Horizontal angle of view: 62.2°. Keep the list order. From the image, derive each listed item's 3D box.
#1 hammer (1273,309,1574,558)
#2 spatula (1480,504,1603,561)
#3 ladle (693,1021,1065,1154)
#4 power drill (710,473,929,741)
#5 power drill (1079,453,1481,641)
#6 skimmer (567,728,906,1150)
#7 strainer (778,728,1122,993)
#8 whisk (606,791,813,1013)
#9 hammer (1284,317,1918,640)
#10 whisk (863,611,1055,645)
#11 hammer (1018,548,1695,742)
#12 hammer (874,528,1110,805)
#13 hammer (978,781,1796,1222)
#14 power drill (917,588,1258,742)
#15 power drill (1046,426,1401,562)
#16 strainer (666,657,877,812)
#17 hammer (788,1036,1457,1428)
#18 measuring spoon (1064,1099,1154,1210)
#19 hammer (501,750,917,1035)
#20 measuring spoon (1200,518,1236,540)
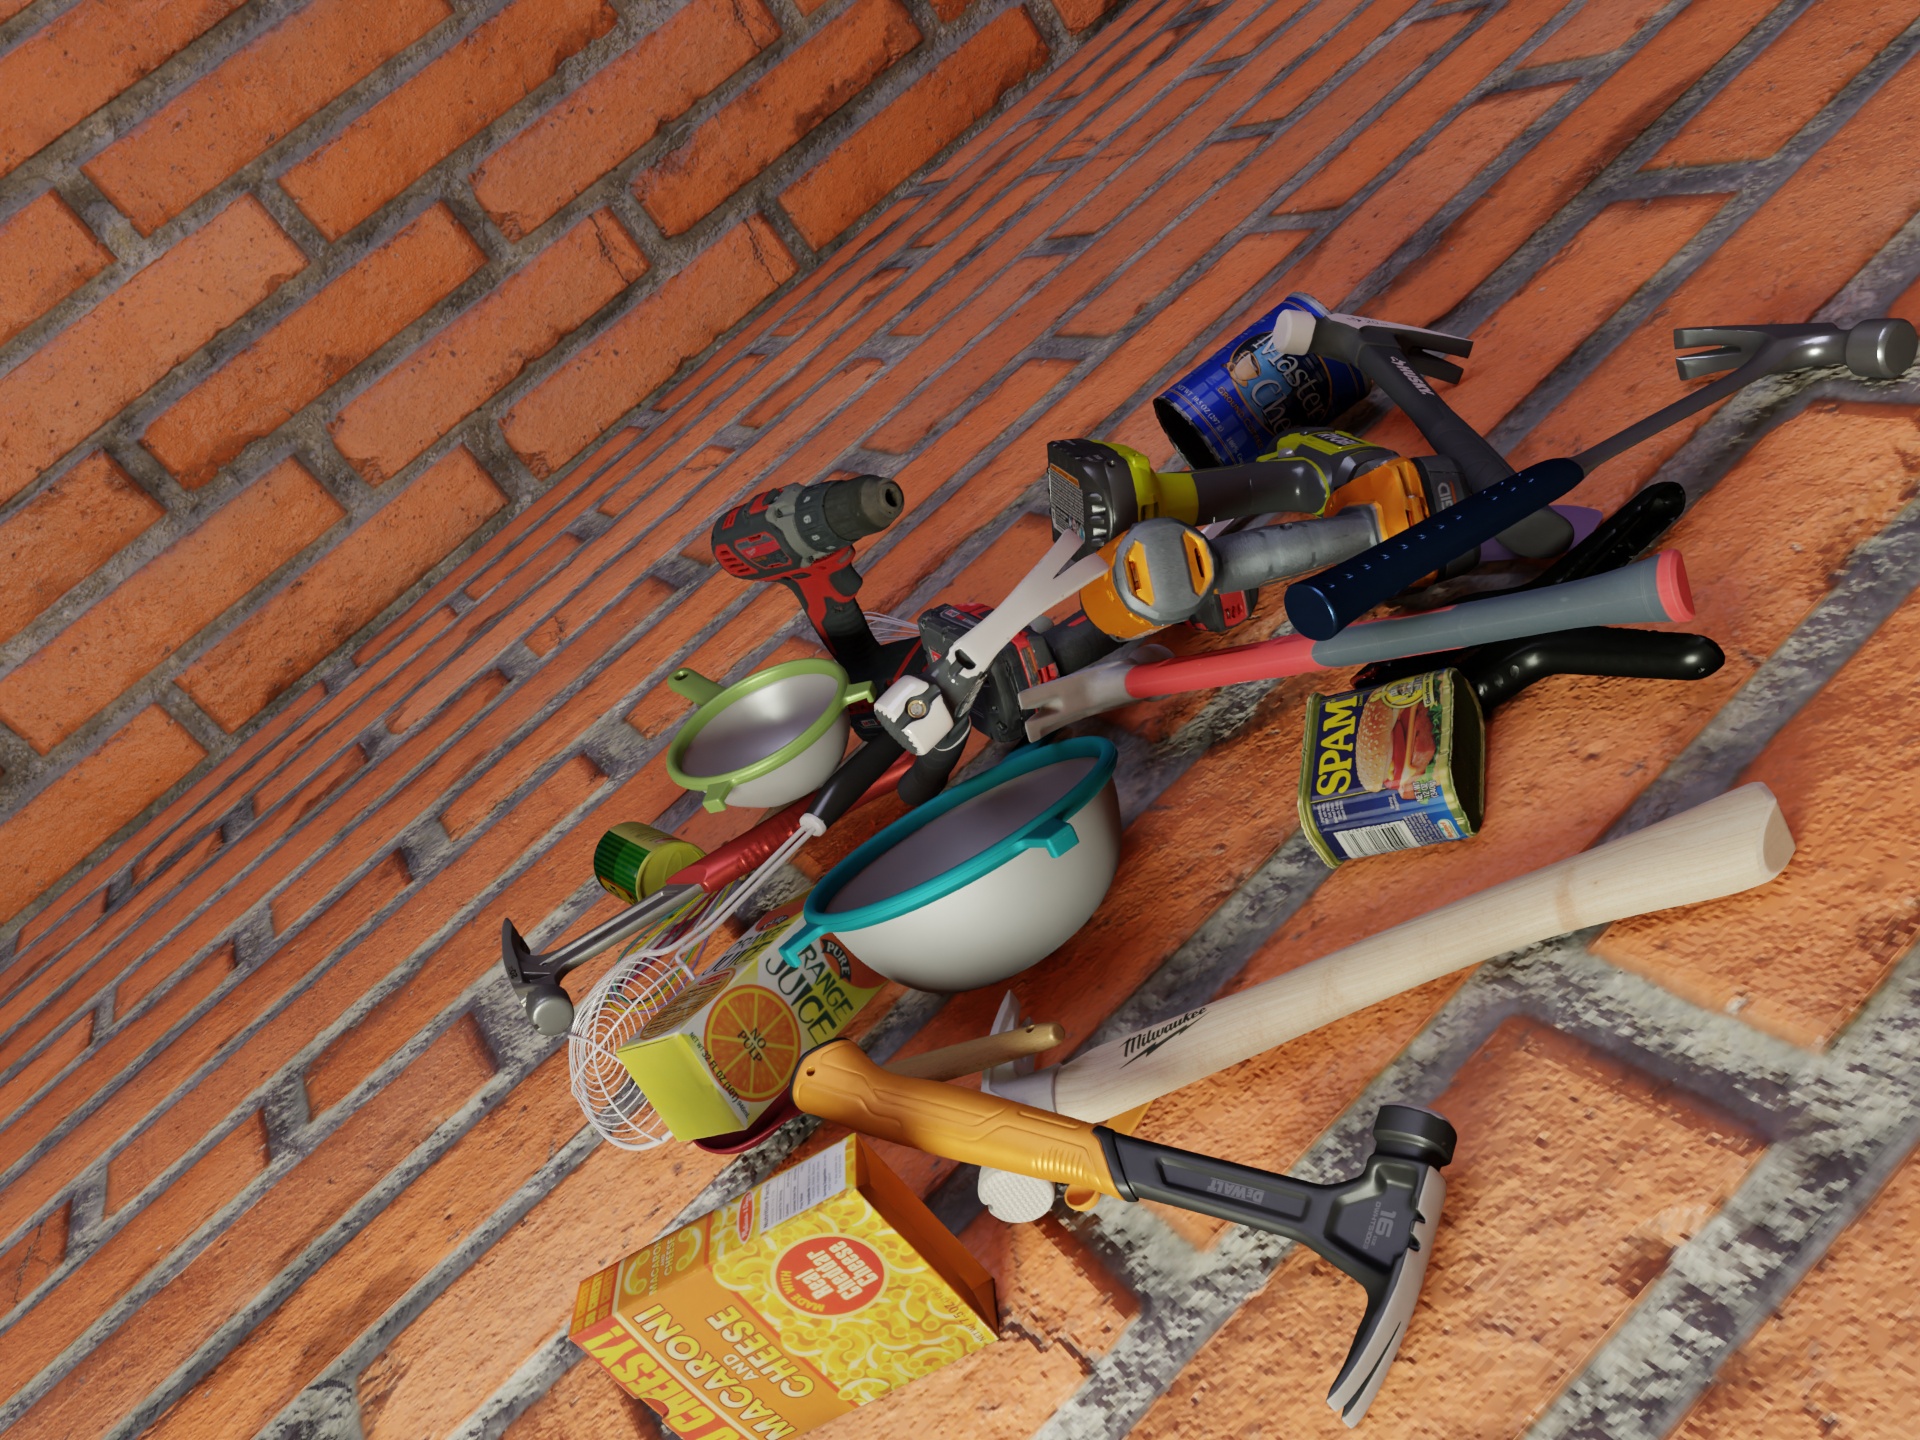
[{"bbox_3d":[0.329,-0.200,1.077,0.146,0.035,0.335,5,33,-12],"label":"hammer"},{"bbox_3d":[0.284,-0.119,1.087,0.316,0.018,0.060,0,39,49],"label":"spatula"},{"bbox_3d":[-0.054,0.208,0.911,0.315,0.031,0.069,-26,20,43],"label":"ladle"},{"bbox_3d":[-0.072,-0.094,1.244,0.188,0.226,0.080,-9,38,44],"label":"power drill"},{"bbox_3d":[0.185,-0.100,0.994,0.226,0.084,0.164,-12,-1,-9],"label":"power drill"},{"bbox_3d":[-0.132,0.133,1.108,0.127,0.090,0.363,12,46,40],"label":"skimmer"},{"bbox_3d":[0.036,0.081,1.012,0.211,0.095,0.340,-25,8,23],"label":"strainer"},{"bbox_3d":[-0.194,0.131,1.242,0.047,0.051,0.245,-13,32,50],"label":"whisk"},{"bbox_3d":[0.351,-0.147,0.912,0.405,0.035,0.144,-27,23,-19],"label":"hammer"},{"bbox_3d":[-0.017,-0.069,1.346,0.246,0.058,0.059,-2,12,43],"label":"whisk"},{"bbox_3d":[0.210,-0.039,0.904,0.386,0.038,0.143,-10,6,45],"label":"hammer"},{"bbox_3d":[-0.002,-0.003,0.985,0.149,0.036,0.409,-45,-5,-13],"label":"hammer"},{"bbox_3d":[0.192,0.121,0.785,0.410,0.038,0.146,-26,24,17],"label":"hammer"},{"bbox_3d":[0.089,-0.073,1.144,0.219,0.078,0.143,-25,24,-17],"label":"power drill"},{"bbox_3d":[0.181,-0.167,1.133,0.223,0.080,0.171,-8,20,-9],"label":"power drill"},{"bbox_3d":[-0.165,0.011,1.234,0.151,0.069,0.256,-37,28,-17],"label":"strainer"},{"bbox_3d":[0.049,0.207,0.734,0.337,0.034,0.127,5,57,37],"label":"hammer"},{"bbox_3d":[0.088,0.205,0.818,0.021,0.011,0.117,-5,37,47],"label":"measuring spoon"},{"bbox_3d":[-0.175,0.102,1.196,0.359,0.036,0.149,-31,28,-11],"label":"hammer"},{"bbox_3d":[0.210,-0.151,1.240,0.124,0.018,0.034,-42,31,6],"label":"measuring spoon"}]
